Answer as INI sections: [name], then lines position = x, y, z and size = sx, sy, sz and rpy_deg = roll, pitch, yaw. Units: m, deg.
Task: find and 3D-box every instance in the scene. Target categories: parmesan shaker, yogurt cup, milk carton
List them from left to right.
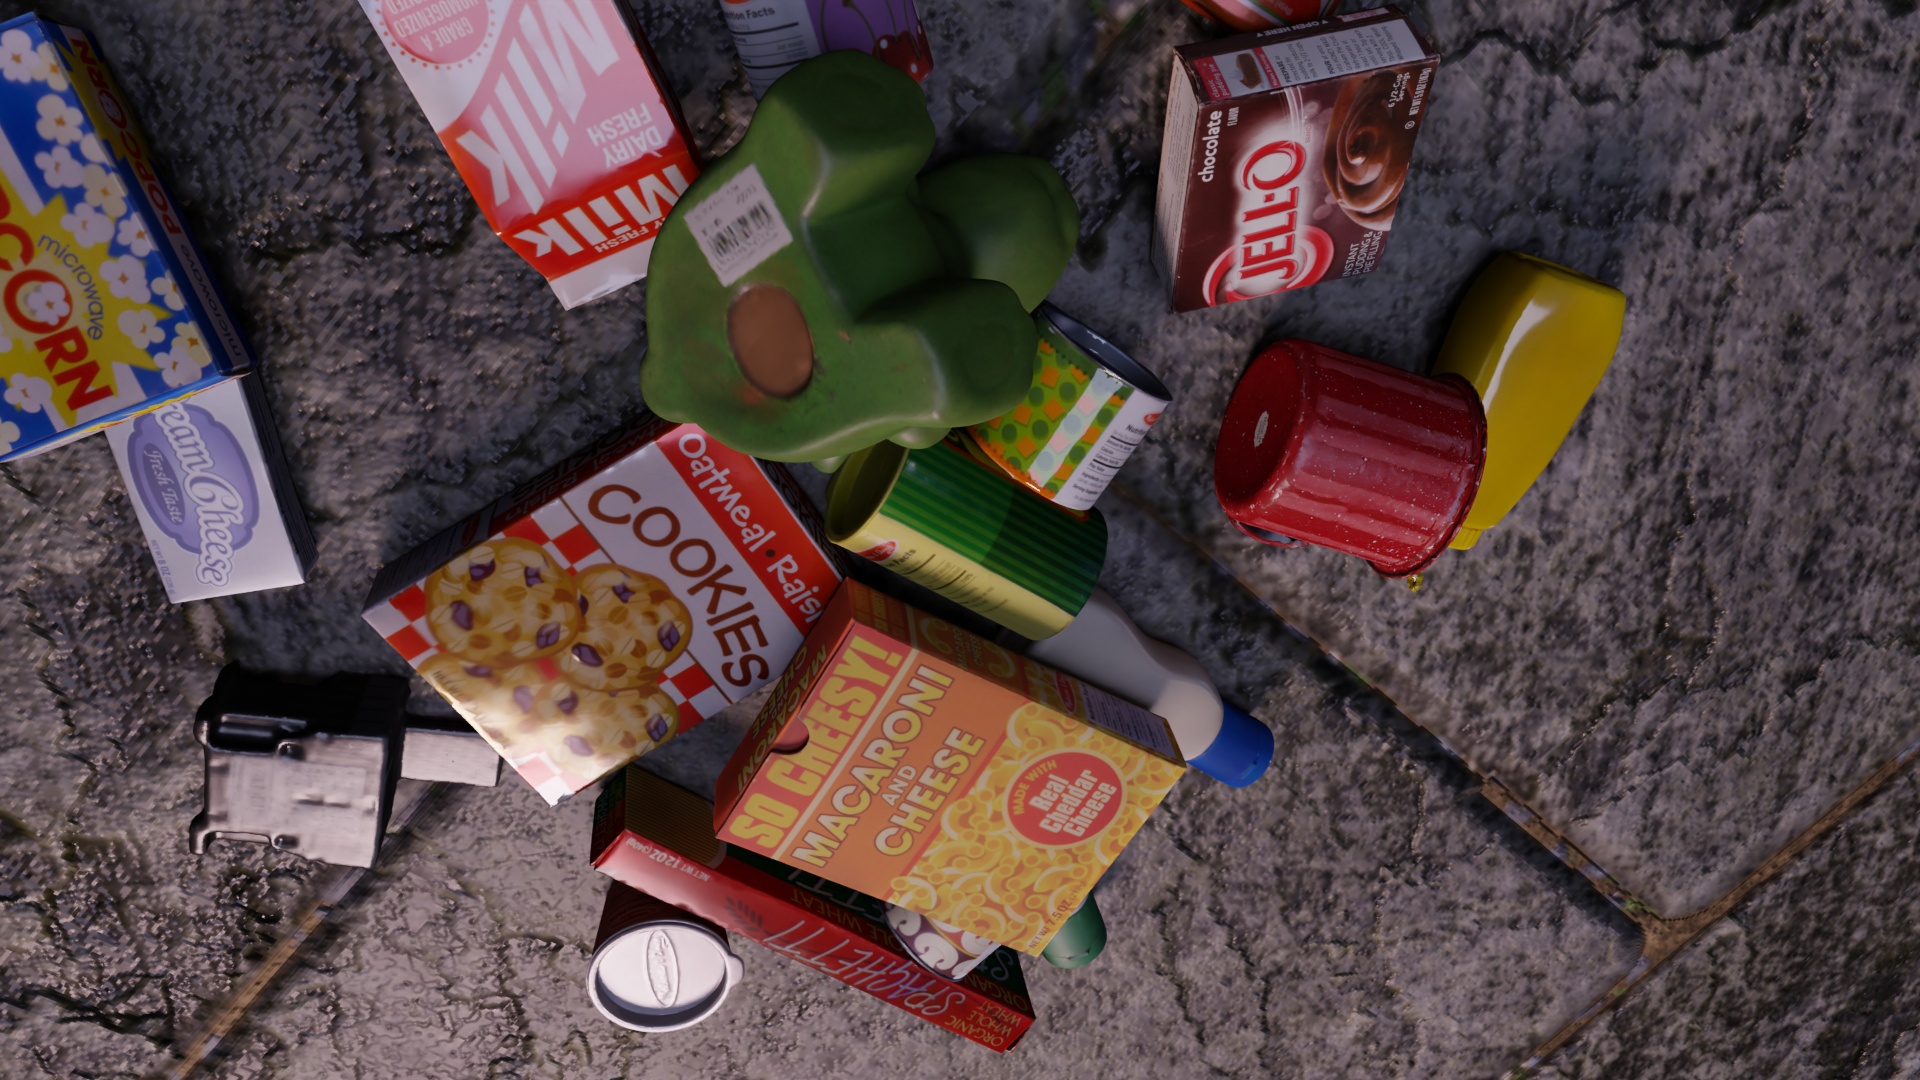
[milk carton]
position = -0.148, -0.173, 0.465
size = 0.072, 0.074, 0.189
rpy_deg = -24, 120, 0
[yogurt cup]
position = -0.143, 0.191, 0.664
size = 0.072, 0.054, 0.072
rpy_deg = -5, 118, -10
[parmesan shaker]
position = 0.002, -0.007, 0.590
size = 0.103, 0.071, 0.071
rpy_deg = 28, 108, -24

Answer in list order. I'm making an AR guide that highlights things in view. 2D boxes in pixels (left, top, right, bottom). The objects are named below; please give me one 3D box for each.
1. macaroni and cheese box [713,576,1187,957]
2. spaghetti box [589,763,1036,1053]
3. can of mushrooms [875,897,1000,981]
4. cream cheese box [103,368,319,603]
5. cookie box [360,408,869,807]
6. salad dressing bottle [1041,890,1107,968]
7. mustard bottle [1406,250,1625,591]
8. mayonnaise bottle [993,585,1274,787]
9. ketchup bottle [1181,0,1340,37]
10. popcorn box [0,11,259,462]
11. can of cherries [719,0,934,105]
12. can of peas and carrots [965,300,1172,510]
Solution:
[macaroni and cheese box]
position = -0.005, 0.103, 0.606
size = 0.166, 0.040, 0.123
rpy_deg = 25, 112, -20
[spaghetti box]
position = -0.065, 0.184, 0.680
size = 0.250, 0.050, 0.028
rpy_deg = 33, 107, -25
[can of mushrooms]
position = -0.010, 0.177, 0.680
size = 0.033, 0.071, 0.071
rpy_deg = -43, 117, 11
[cream cheese box]
position = -0.291, -0.029, 0.536
size = 0.053, 0.024, 0.103
rpy_deg = -9, 118, -9
[cookie box]
position = -0.140, 0.023, 0.587
size = 0.167, 0.040, 0.122
rpy_deg = -30, 119, 5
[salad dressing bottle]
position = 0.037, 0.152, 0.690
size = 0.064, 0.044, 0.147
rpy_deg = -21, 120, -1
[mustard bottle]
position = 0.234, -0.048, 0.627
size = 0.065, 0.049, 0.159
rpy_deg = 13, 114, -19
[mayonnaise bottle]
position = 0.086, 0.073, 0.662
size = 0.148, 0.041, 0.064
rpy_deg = 31, 108, -26
[ketchup bottle]
position = 0.136, -0.254, 0.502
size = 0.065, 0.044, 0.148
rpy_deg = 21, 110, -28
[popcorn box]
position = -0.312, -0.100, 0.471
size = 0.085, 0.038, 0.126
rpy_deg = -21, 104, 0
[can of cherries]
position = -0.046, -0.185, 0.486
size = 0.071, 0.072, 0.058
rpy_deg = -20, 119, -1
[can of peas and carrots]
position = 0.042, -0.056, 0.573
size = 0.071, 0.071, 0.058
rpy_deg = 28, 109, -23
